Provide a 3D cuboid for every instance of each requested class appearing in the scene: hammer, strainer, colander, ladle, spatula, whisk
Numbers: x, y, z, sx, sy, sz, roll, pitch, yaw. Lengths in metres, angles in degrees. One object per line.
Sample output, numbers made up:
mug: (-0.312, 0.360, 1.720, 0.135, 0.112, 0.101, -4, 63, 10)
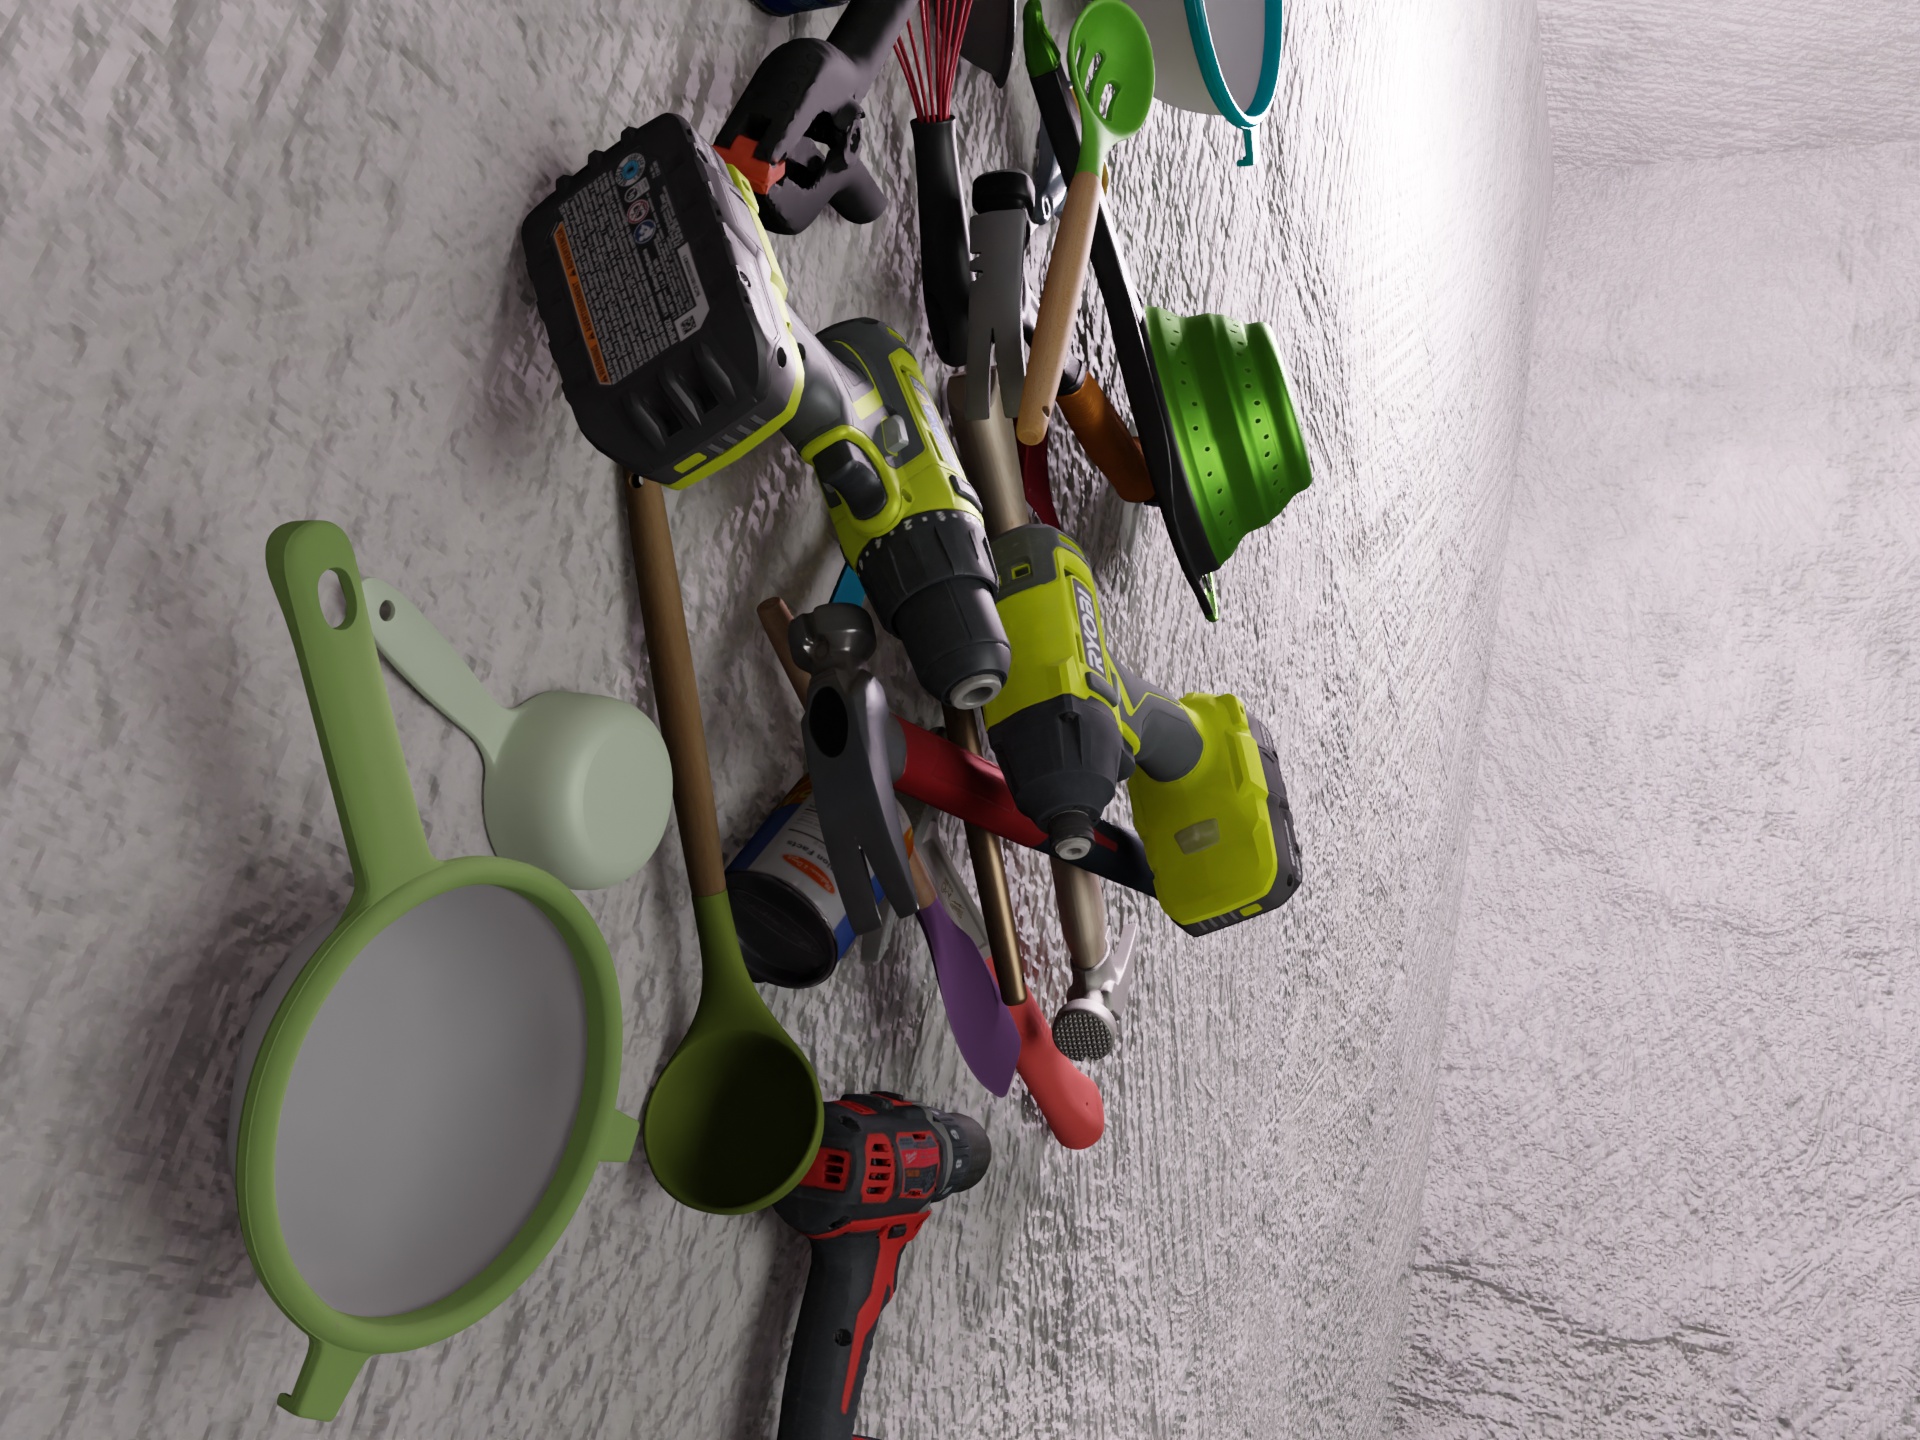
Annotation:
hammer: (0.043, 0.064, 0.815, 0.386, 0.038, 0.143, 28, 44, -56)
strainer: (0.027, -0.385, 0.776, 0.258, 0.050, 0.087, 166, -82, -75)
colander: (0.140, -0.254, 0.980, 0.205, 0.094, 0.396, -84, 155, -56)
ladle: (0.071, -0.086, 1.032, 0.315, 0.031, 0.069, 70, 29, -42)
strainer: (0.111, -0.509, 0.983, 0.340, 0.095, 0.211, 34, 60, -58)
hammer: (0.052, -0.008, 0.959, 0.146, 0.038, 0.410, -58, 139, -65)
strainer: (-0.186, 0.065, 0.485, 0.151, 0.069, 0.256, -36, 124, -55)
hammer: (0.069, -0.184, 0.931, 0.336, 0.034, 0.127, 28, 62, -69)
hammer: (0.022, 0.171, 0.955, 0.149, 0.037, 0.358, -67, 147, -34)
spatula: (-0.029, 0.072, 0.792, 0.315, 0.018, 0.060, 65, 29, -29)
ladle: (-0.111, 0.048, 0.653, 0.062, 0.078, 0.320, -59, 143, -77)
whisk: (-0.016, -0.320, 0.793, 0.073, 0.073, 0.295, -50, 142, -50)

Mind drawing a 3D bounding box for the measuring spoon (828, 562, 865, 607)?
measuring spoon: (-0.057, -0.072, 0.766, 0.042, 0.021, 0.129, 58, 37, -41)

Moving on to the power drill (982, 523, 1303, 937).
power drill: (0.089, 0.021, 0.816, 0.223, 0.080, 0.171, 35, 39, -46)

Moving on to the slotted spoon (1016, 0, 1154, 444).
slotted spoon: (0.059, -0.260, 0.815, 0.070, 0.031, 0.314, 40, 49, -37)

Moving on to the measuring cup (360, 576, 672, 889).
measuring cup: (-0.155, 0.003, 0.570, 0.167, 0.038, 0.083, 60, 42, -51)

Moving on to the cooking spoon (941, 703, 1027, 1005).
cooking spoon: (-0.001, -0.003, 0.845, 0.069, 0.017, 0.319, -31, 110, -76)

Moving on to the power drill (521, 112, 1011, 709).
power drill: (-0.059, -0.112, 0.636, 0.228, 0.080, 0.191, 32, 33, -58)

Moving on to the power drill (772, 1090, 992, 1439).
power drill: (-0.042, 0.303, 0.805, 0.187, 0.080, 0.227, 26, 67, -62)
